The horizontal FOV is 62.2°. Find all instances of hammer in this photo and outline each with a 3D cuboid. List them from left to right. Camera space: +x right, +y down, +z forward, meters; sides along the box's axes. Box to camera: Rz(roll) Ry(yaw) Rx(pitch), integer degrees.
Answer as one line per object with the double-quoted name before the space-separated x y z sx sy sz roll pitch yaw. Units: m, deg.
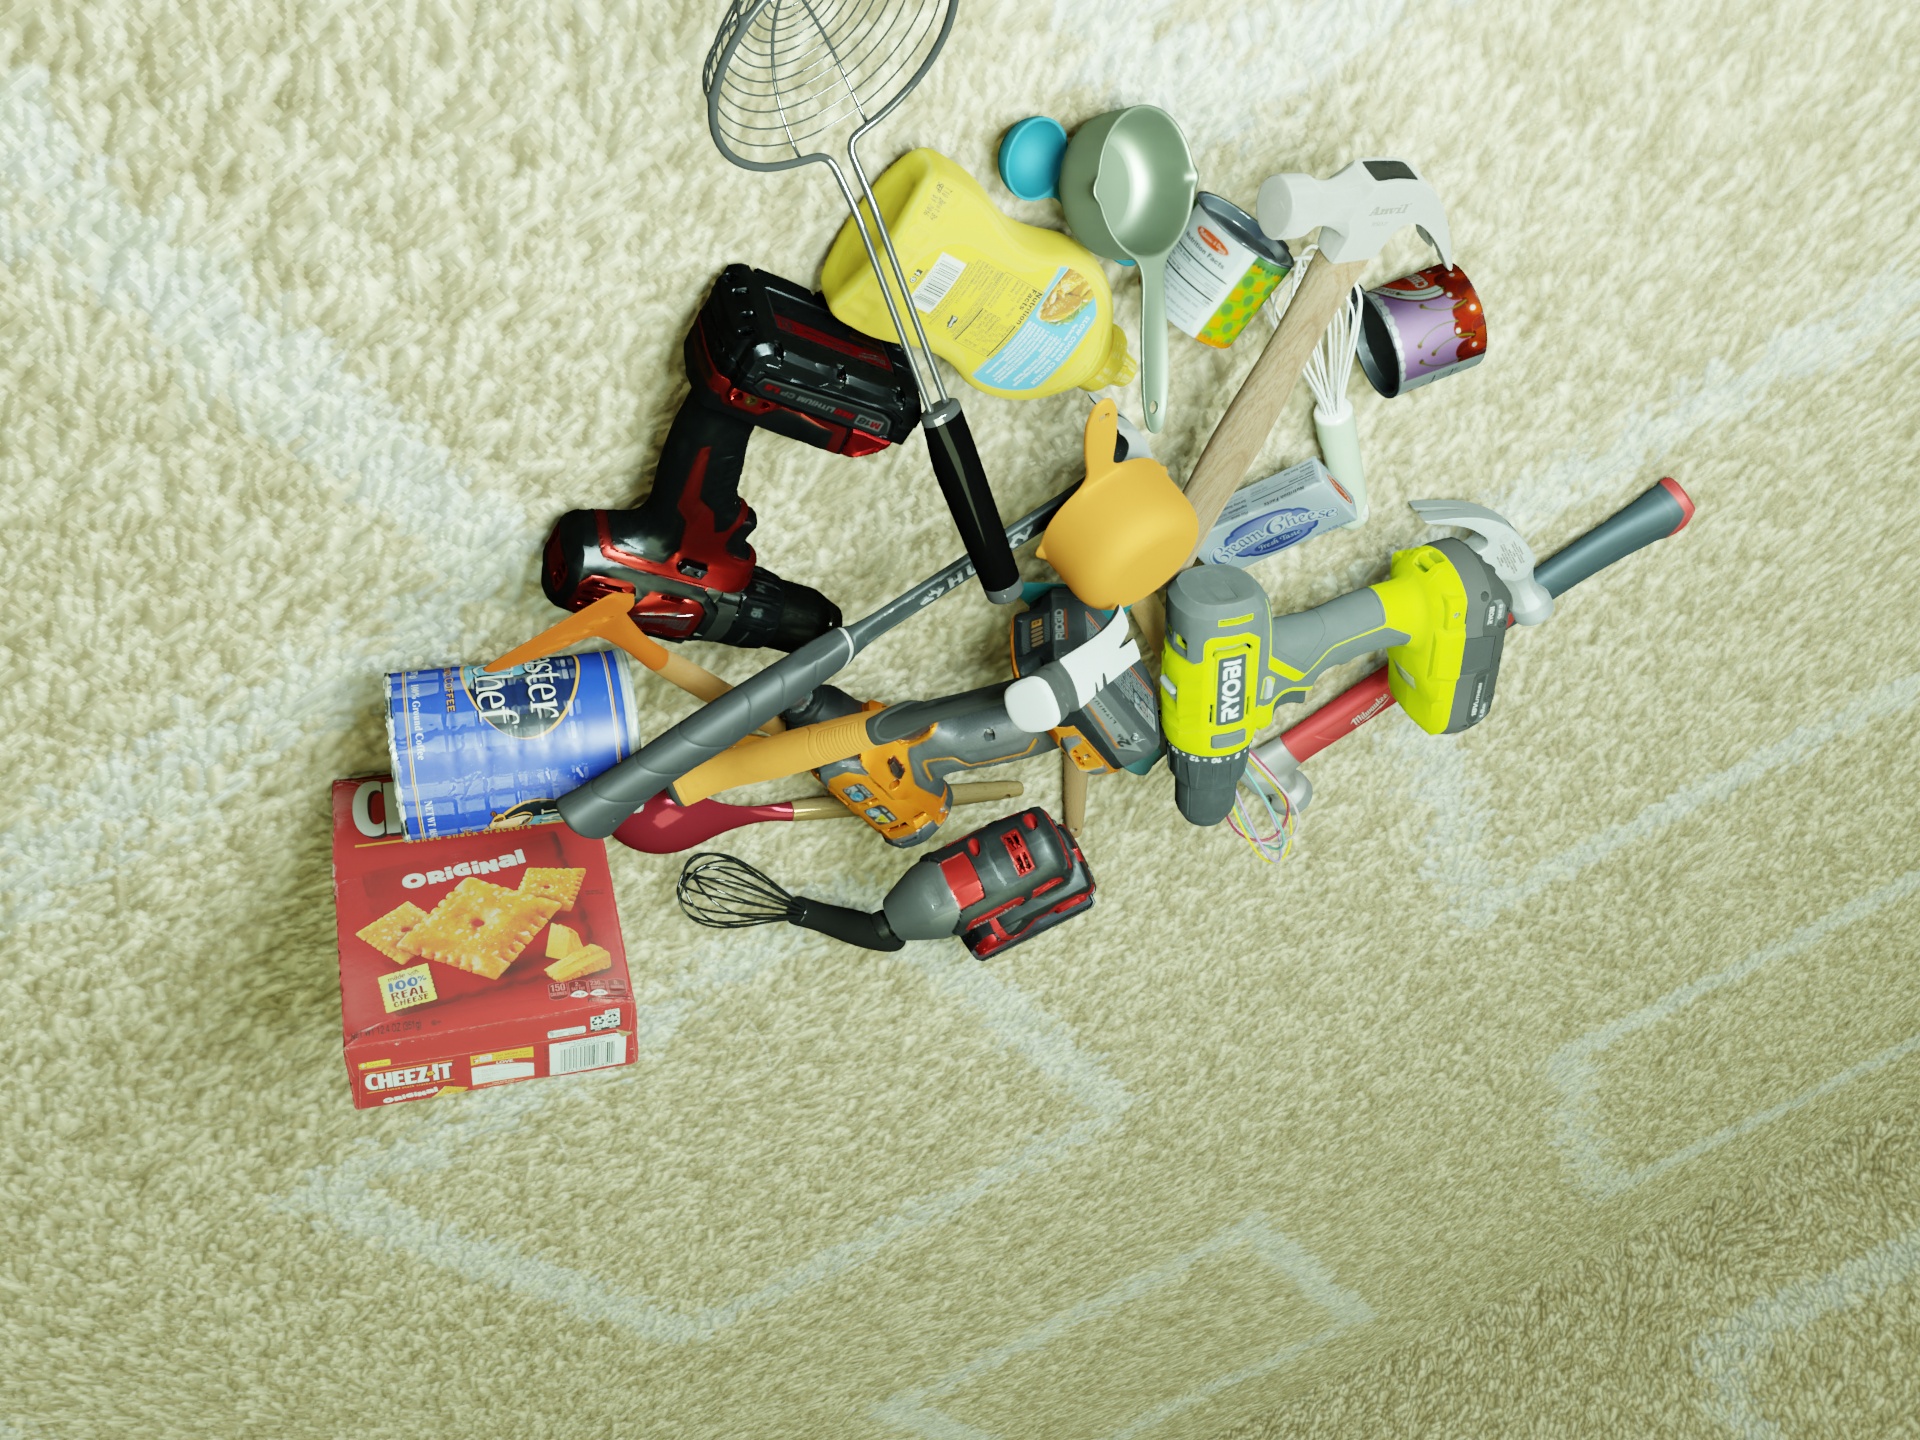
"hammer" -0.055 -0.054 0.932 0.409 0.036 0.149 -33 160 -8
"hammer" -0.053 0.003 0.970 0.337 0.034 0.127 -15 -167 35
"hammer" 0.174 -0.184 0.917 0.130 0.031 0.331 -13 153 -23
"hammer" 0.257 -0.050 1.155 0.331 0.033 0.128 -29 121 12
"hammer" 0.370 -0.067 1.209 0.386 0.038 0.143 -36 136 16

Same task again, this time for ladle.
"ladle" -0.099 0.063 1.155 0.315 0.031 0.069 -5 140 -22

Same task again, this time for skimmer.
"skimmer" -0.016 -0.190 0.761 0.127 0.090 0.362 -33 129 -13

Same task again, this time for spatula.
"spatula" -0.166 -0.022 0.942 0.081 0.041 0.322 -28 159 10
"spatula" 0.082 -0.002 1.148 0.082 0.044 0.317 4 141 7

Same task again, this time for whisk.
"whisk" -0.124 0.149 1.222 0.055 0.055 0.238 -42 139 23
"whisk" 0.182 0.005 1.141 0.047 0.051 0.244 -35 113 -7
"whisk" 0.232 -0.200 1.001 0.059 0.058 0.246 4 150 23

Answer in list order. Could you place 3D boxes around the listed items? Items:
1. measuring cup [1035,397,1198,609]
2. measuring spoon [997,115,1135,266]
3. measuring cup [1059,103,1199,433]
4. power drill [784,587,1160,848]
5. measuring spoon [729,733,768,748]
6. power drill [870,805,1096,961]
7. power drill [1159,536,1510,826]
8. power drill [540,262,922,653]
"measuring cup" 0.093 -0.120 0.897 0.095 0.052 0.173 -34 161 -6
"measuring spoon" 0.058 -0.280 0.855 0.128 0.021 0.042 25 99 -51
"measuring cup" 0.088 -0.236 0.843 0.083 0.038 0.167 -23 117 -38
"power drill" -0.002 -0.003 1.052 0.226 0.084 0.164 -21 136 24
"measuring spoon" -0.122 0.024 1.111 0.116 0.011 0.021 17 127 -37
"power drill" 0.021 0.122 1.160 0.143 0.079 0.219 -28 167 7
"power drill" 0.242 -0.027 1.076 0.228 0.080 0.190 -13 127 -12
"power drill" -0.111 -0.126 0.903 0.187 0.080 0.226 14 131 -35
